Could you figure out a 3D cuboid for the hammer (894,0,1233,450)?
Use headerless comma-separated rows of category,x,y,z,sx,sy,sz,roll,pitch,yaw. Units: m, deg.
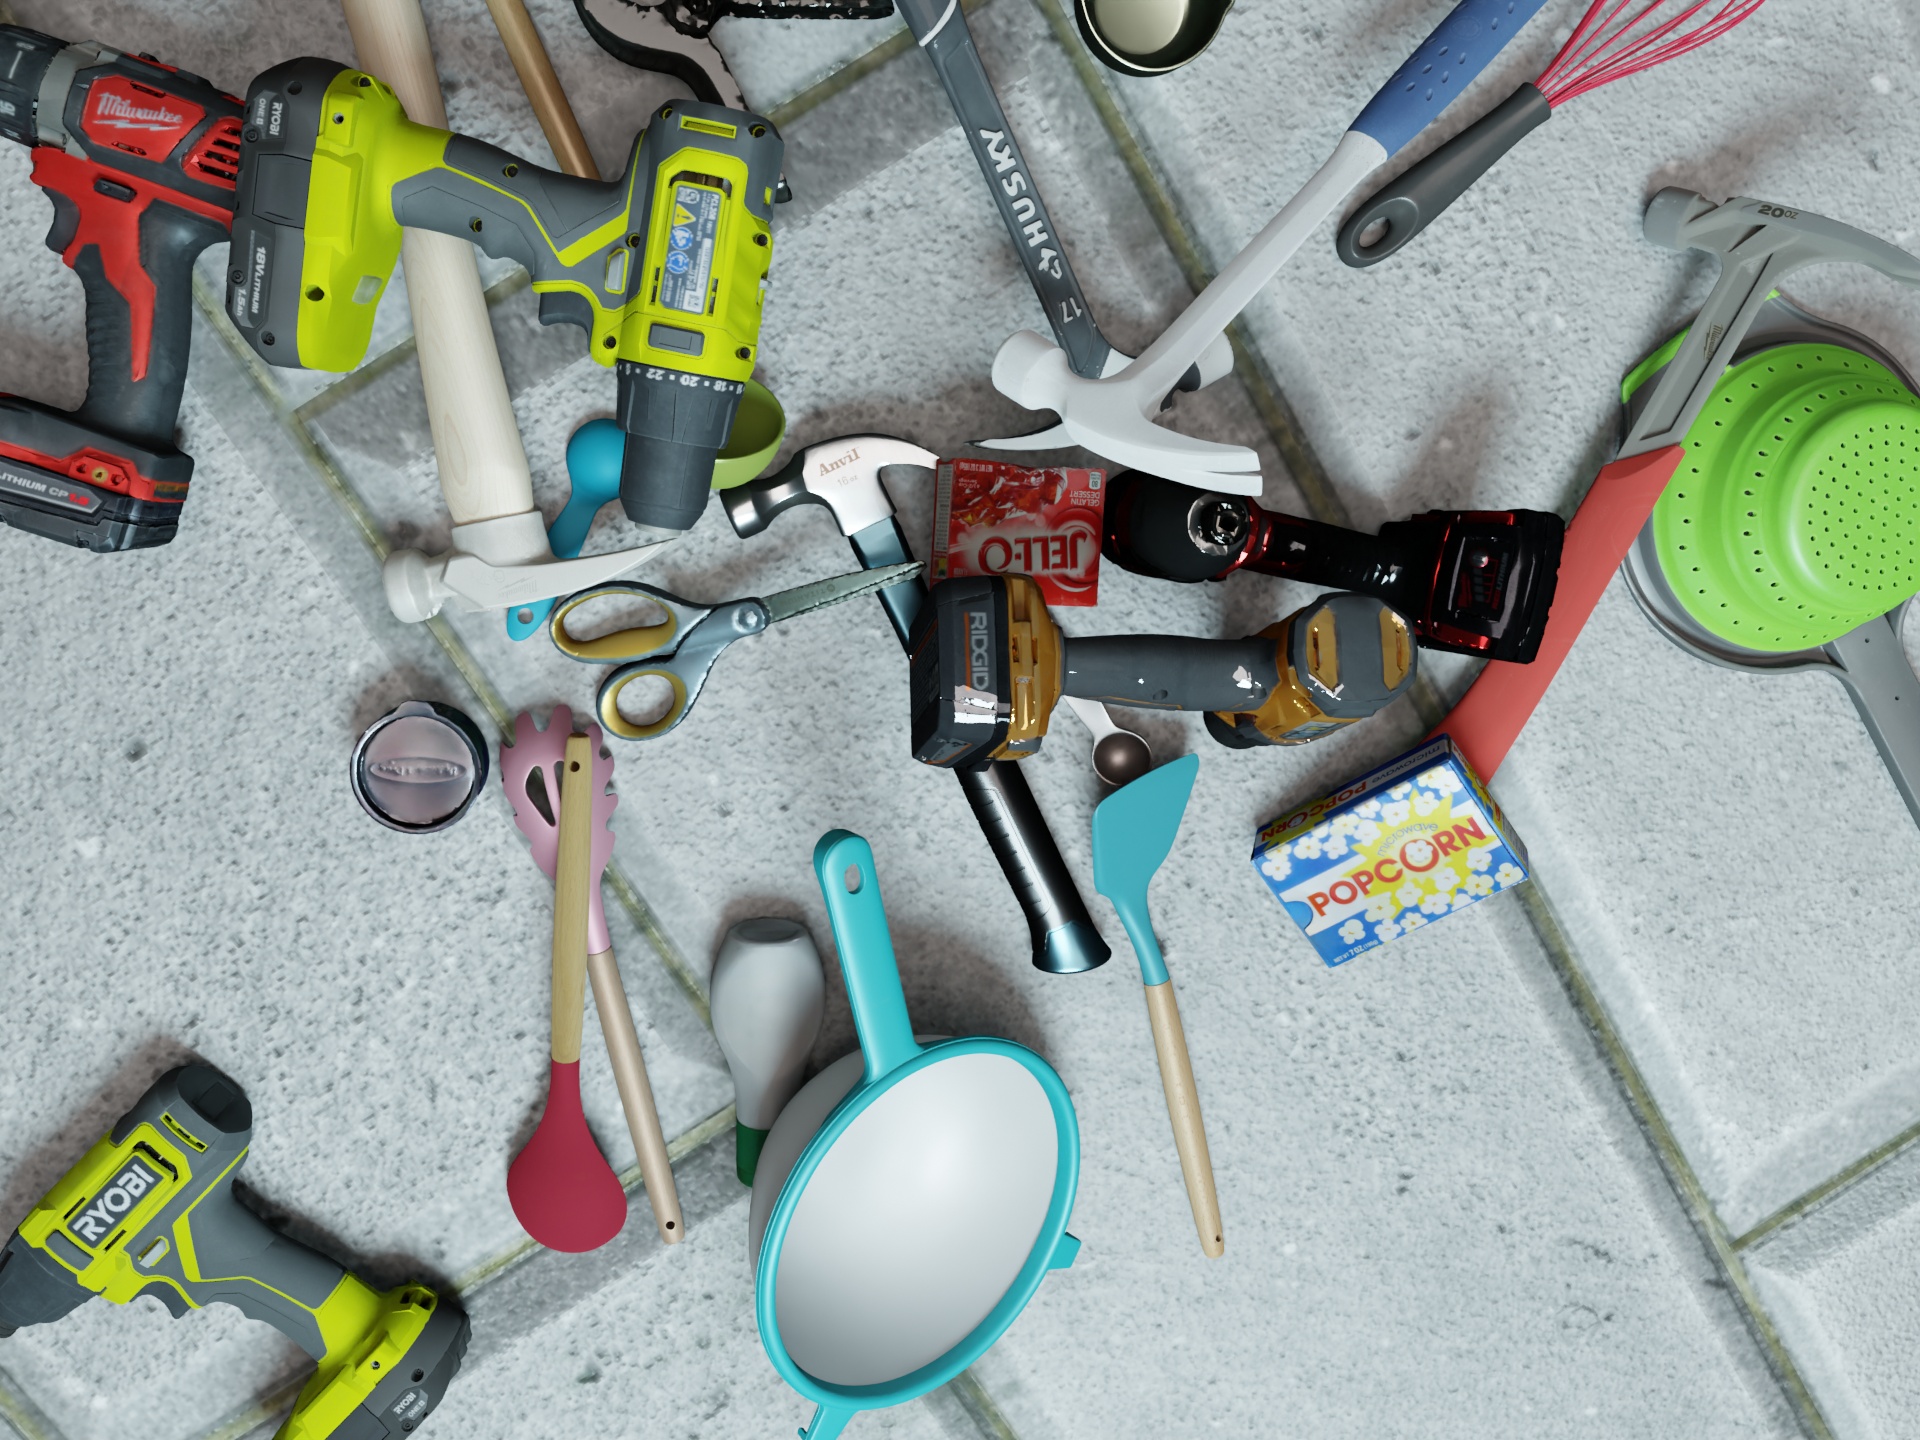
hammer,-0.007,-0.324,0.783,0.149,0.036,0.408,-31,106,-12

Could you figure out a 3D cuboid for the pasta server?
pasta server,-0.193,0.147,0.877,0.060,0.040,0.316,-12,106,-6

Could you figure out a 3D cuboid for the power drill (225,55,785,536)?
power drill,-0.203,-0.195,0.727,0.228,0.080,0.190,11,101,-3

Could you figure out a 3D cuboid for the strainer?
strainer,-0.052,0.198,0.842,0.211,0.095,0.340,-26,118,-31

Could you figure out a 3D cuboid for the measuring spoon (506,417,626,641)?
measuring spoon,-0.204,-0.097,0.826,0.042,0.021,0.128,27,94,-12

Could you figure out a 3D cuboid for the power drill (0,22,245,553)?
power drill,-0.430,-0.209,0.748,0.188,0.080,0.226,18,95,-11

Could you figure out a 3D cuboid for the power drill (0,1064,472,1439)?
power drill,-0.395,0.317,0.856,0.223,0.080,0.171,44,91,-10

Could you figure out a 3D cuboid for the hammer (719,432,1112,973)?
hammer,-0.001,-0.003,0.869,0.128,0.033,0.331,-26,104,-1

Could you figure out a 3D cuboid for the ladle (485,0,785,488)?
ladle,-0.177,-0.264,0.783,0.078,0.062,0.320,-31,102,-37

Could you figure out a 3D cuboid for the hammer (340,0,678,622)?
hammer,-0.251,-0.259,0.772,0.146,0.038,0.410,-10,101,5

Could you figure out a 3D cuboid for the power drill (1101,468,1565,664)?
power drill,0.188,-0.088,0.824,0.219,0.143,0.078,10,95,-12

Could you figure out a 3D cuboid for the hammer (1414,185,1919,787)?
hammer,0.361,-0.105,0.866,0.036,0.149,0.359,12,109,-50

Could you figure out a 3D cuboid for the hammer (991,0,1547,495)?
hammer,0.200,-0.275,0.790,0.144,0.035,0.405,37,78,26

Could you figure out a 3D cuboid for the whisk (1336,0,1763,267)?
whisk,0.321,-0.339,0.839,0.296,0.073,0.073,-38,104,7

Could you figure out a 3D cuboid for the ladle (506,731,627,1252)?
ladle,-0.208,0.156,0.849,0.069,0.031,0.315,7,108,3

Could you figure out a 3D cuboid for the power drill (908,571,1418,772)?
power drill,0.089,-0.018,0.802,0.226,0.185,0.084,0,80,-9

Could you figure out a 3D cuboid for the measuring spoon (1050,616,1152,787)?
measuring spoon,0.067,-0.018,0.887,0.034,0.018,0.124,-30,98,22

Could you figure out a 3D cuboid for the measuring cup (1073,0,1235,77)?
measuring cup,0.097,-0.411,0.802,0.083,0.038,0.167,2,99,-8

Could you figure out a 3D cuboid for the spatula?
spatula,0.124,0.175,0.916,0.082,0.044,0.317,-24,108,-35

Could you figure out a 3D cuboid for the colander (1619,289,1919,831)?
colander,0.526,-0.056,0.902,0.204,0.094,0.397,-35,103,0
